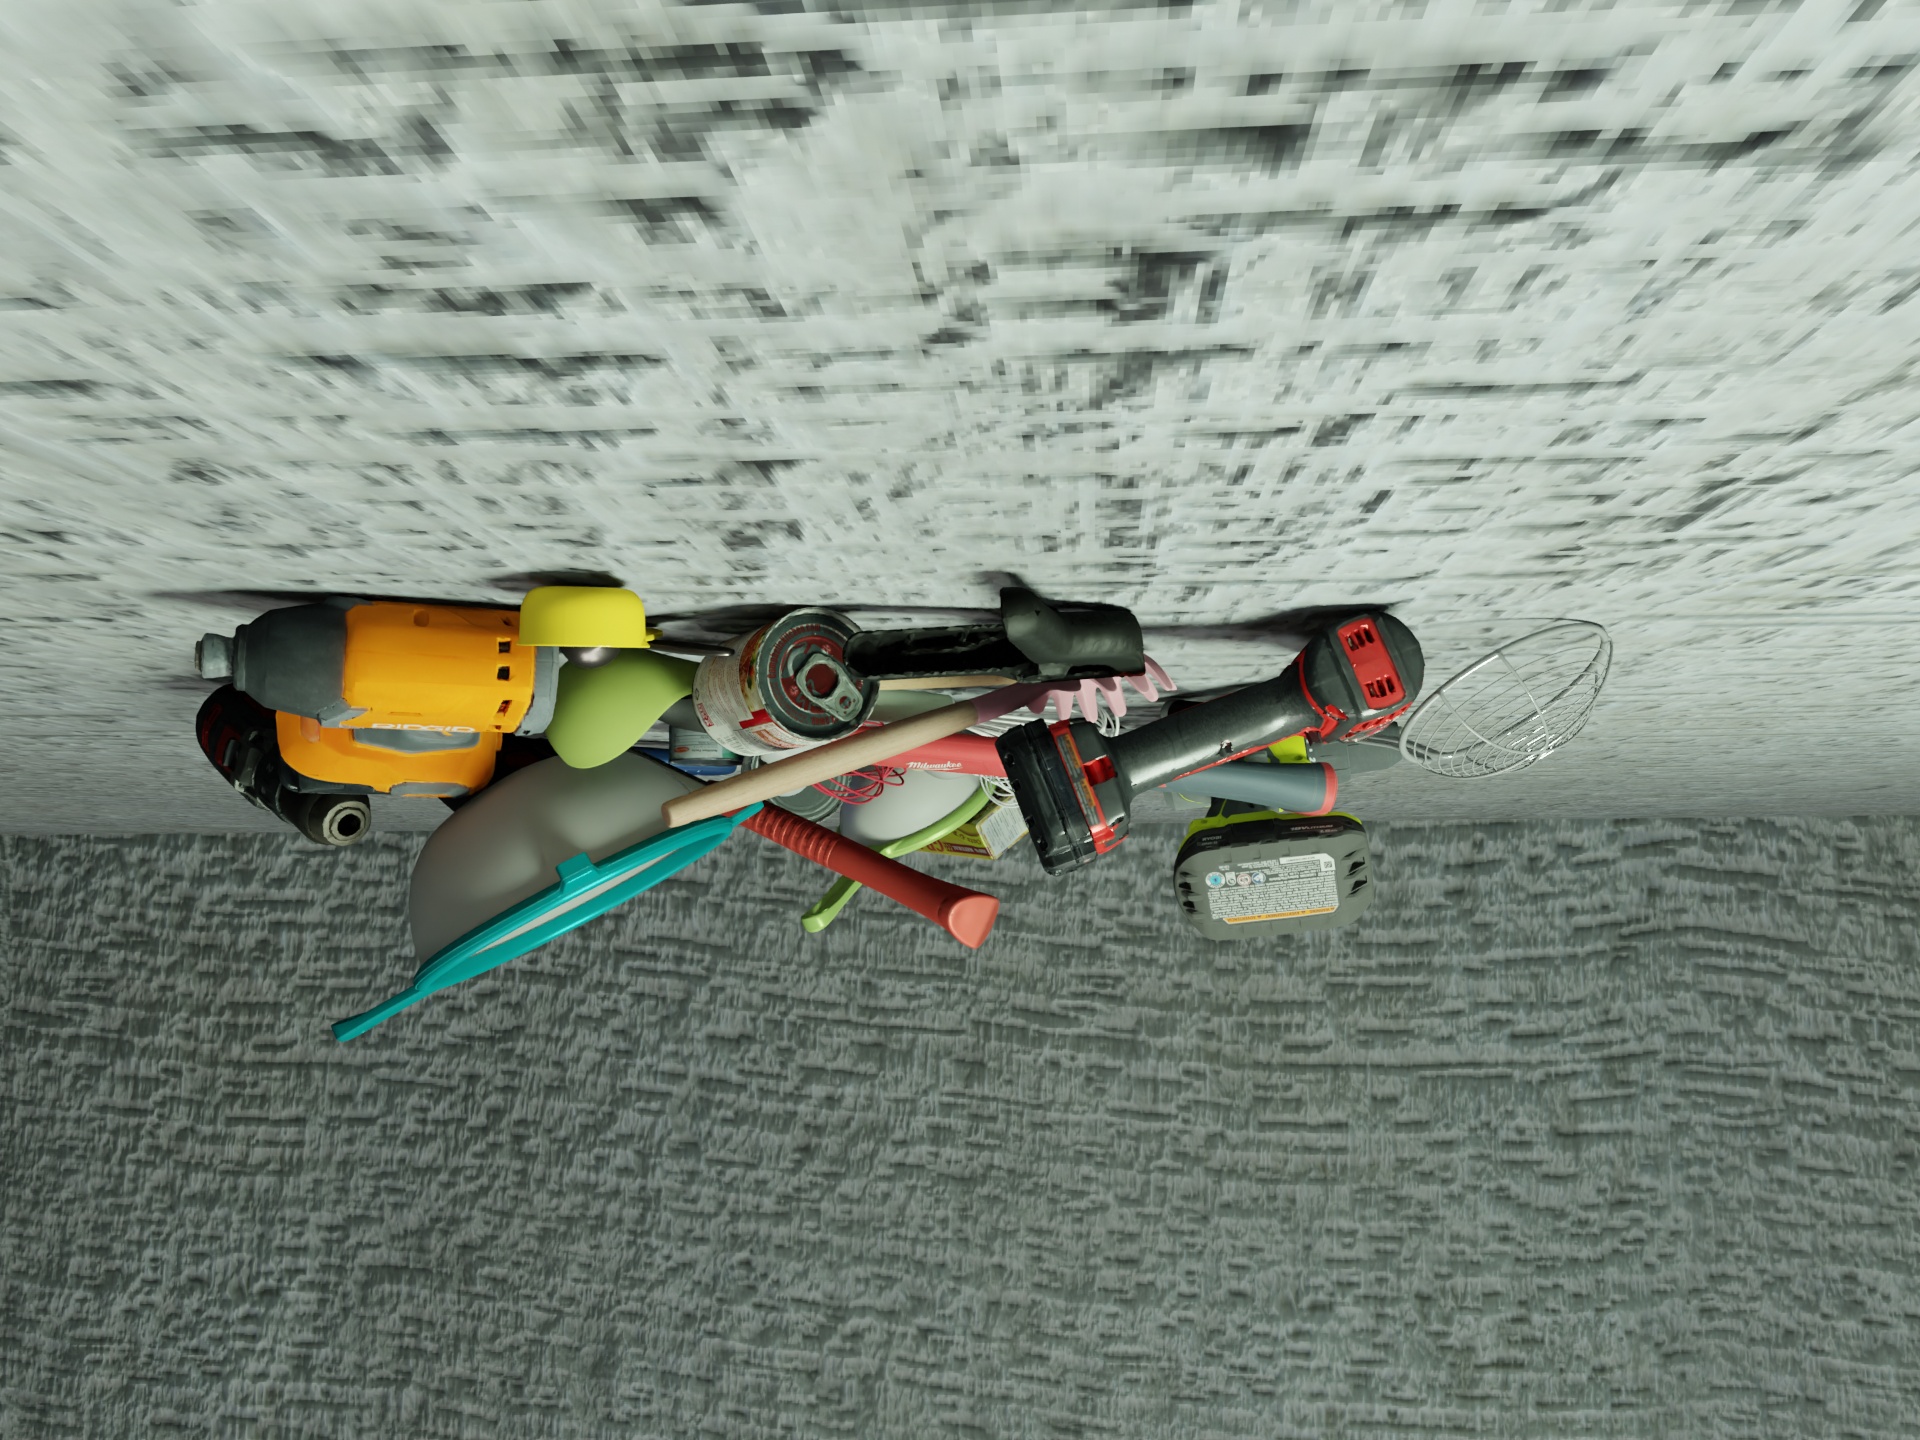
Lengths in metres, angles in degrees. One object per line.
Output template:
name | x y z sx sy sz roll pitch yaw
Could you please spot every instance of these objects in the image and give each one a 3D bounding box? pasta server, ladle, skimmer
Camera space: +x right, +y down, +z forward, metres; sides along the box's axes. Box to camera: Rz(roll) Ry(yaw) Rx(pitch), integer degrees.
pasta server | -0.014 0.010 0.863 0.316 0.040 0.060 -19 173 -31
ladle | -0.080 -0.016 0.928 0.320 0.078 0.062 -3 129 -15
skimmer | 0.242 -0.021 1.007 0.127 0.090 0.363 -8 -172 -28

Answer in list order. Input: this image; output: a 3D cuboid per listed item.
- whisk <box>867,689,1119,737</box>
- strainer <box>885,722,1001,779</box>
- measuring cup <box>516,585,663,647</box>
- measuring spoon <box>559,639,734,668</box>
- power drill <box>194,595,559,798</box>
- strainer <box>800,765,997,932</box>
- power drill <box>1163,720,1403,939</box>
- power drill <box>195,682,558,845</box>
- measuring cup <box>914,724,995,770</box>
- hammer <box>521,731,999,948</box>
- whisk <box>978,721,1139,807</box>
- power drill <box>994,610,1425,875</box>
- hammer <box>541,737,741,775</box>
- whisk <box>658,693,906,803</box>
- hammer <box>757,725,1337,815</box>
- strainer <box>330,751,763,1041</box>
whisk | -0.002 -0.003 1.083 0.246 0.059 0.058 7 -161 -21
strainer | 0.055 0.024 1.153 0.258 0.050 0.087 7 -151 -13
measuring cup | -0.170 -0.052 0.776 0.062 0.029 0.156 1 -175 3
measuring spoon | -0.164 -0.033 0.834 0.124 0.018 0.034 6 -171 37
power drill | -0.312 -0.013 0.843 0.164 0.084 0.226 3 168 -23
strainer | -0.071 0.075 1.297 0.151 0.069 0.256 -12 -158 33
power drill | 0.244 0.064 1.189 0.190 0.080 0.229 -8 -155 12
power drill | -0.369 0.041 1.056 0.188 0.080 0.226 27 -171 42
measuring cup | -0.001 0.020 1.253 0.083 0.038 0.167 -13 173 9
hammer | -0.137 0.066 1.098 0.359 0.037 0.149 23 179 16
whisk | 0.129 0.019 1.222 0.284 0.070 0.070 -13 168 33
power drill | 0.136 0.010 0.863 0.219 0.078 0.143 -22 172 2
hammer | -0.200 0.040 1.482 0.405 0.035 0.144 3 173 -30
whisk | -0.131 0.011 1.156 0.073 0.073 0.295 -5 166 32
hammer | 0.065 0.021 1.039 0.386 0.038 0.143 5 154 -9
strainer | -0.303 0.105 1.006 0.340 0.095 0.211 -29 176 26
